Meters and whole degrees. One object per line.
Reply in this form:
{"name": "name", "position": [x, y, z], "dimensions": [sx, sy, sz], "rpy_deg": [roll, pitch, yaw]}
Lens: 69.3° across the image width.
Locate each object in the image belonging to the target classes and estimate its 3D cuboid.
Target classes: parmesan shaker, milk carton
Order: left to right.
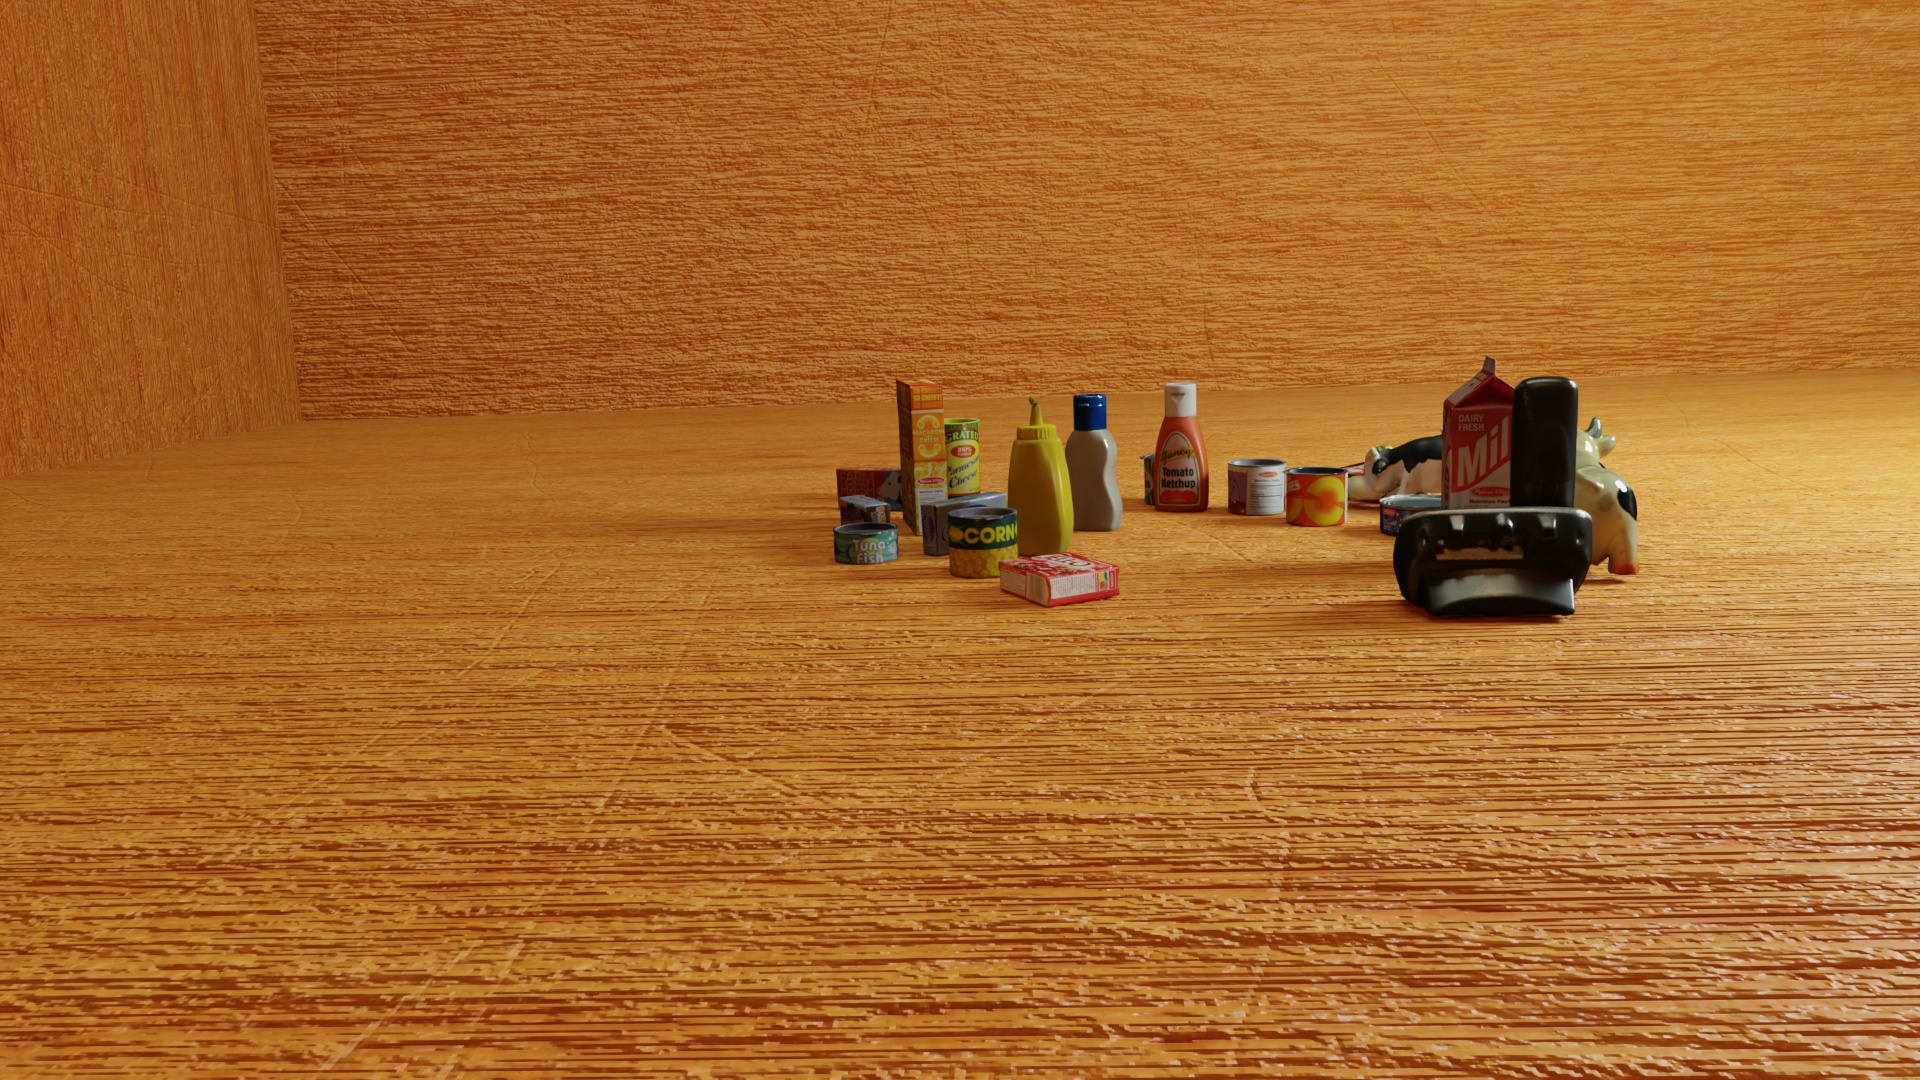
{"name": "parmesan shaker", "position": [-0.005, -0.101, 1.758], "dimensions": [0.071, 0.103, 0.071], "rpy_deg": [-2, 10, 0]}
{"name": "milk carton", "position": [0.472, -0.069, 1.244], "dimensions": [0.073, 0.190, 0.072], "rpy_deg": [0, 10, 13]}

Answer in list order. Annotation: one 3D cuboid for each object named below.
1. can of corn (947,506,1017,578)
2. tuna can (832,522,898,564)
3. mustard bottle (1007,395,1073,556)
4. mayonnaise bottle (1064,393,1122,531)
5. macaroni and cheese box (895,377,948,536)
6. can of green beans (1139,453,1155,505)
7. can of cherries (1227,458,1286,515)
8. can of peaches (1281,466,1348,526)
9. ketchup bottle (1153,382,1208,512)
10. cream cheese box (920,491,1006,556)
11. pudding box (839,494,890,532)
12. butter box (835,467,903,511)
{"name": "can of corn", "position": [0.022, 0.002, 1.315], "dimensions": [0.071, 0.058, 0.071], "rpy_deg": [-2, 10, 0]}
{"name": "tuna can", "position": [-0.095, 0.003, 1.404], "dimensions": [0.071, 0.032, 0.071], "rpy_deg": [-2, 10, 0]}
{"name": "mustard bottle", "position": [0.079, -0.066, 1.390], "dimensions": [0.065, 0.160, 0.049], "rpy_deg": [1, 10, 17]}
{"name": "mayonnaise bottle", "position": [0.144, -0.086, 1.520], "dimensions": [0.065, 0.147, 0.041], "rpy_deg": [3, 11, 26]}
{"name": "macaroni and cheese box", "position": [-0.043, -0.097, 1.572], "dimensions": [0.040, 0.166, 0.124], "rpy_deg": [-4, 10, -9]}
{"name": "can of green beans", "position": [0.256, -0.074, 1.687], "dimensions": [0.071, 0.057, 0.071], "rpy_deg": [-2, 10, 0]}
{"name": "can of cherries", "position": [0.341, -0.063, 1.602], "dimensions": [0.071, 0.058, 0.071], "rpy_deg": [-2, 10, 0]}
{"name": "can of peaches", "position": [0.386, -0.048, 1.517], "dimensions": [0.071, 0.058, 0.071], "rpy_deg": [-2, 10, 0]}
{"name": "ketchup bottle", "position": [0.257, -0.109, 1.623], "dimensions": [0.065, 0.148, 0.044], "rpy_deg": [1, 10, 20]}
{"name": "cream cheese box", "position": [0.005, -0.018, 1.441], "dimensions": [0.104, 0.053, 0.024], "rpy_deg": [-11, 13, -42]}
{"name": "pudding box", "position": [-0.101, -0.020, 1.482], "dimensions": [0.030, 0.049, 0.084], "rpy_deg": [-6, 11, -23]}
{"name": "butter box", "position": [-0.103, -0.064, 1.716], "dimensions": [0.103, 0.053, 0.024], "rpy_deg": [2, 11, 21]}
